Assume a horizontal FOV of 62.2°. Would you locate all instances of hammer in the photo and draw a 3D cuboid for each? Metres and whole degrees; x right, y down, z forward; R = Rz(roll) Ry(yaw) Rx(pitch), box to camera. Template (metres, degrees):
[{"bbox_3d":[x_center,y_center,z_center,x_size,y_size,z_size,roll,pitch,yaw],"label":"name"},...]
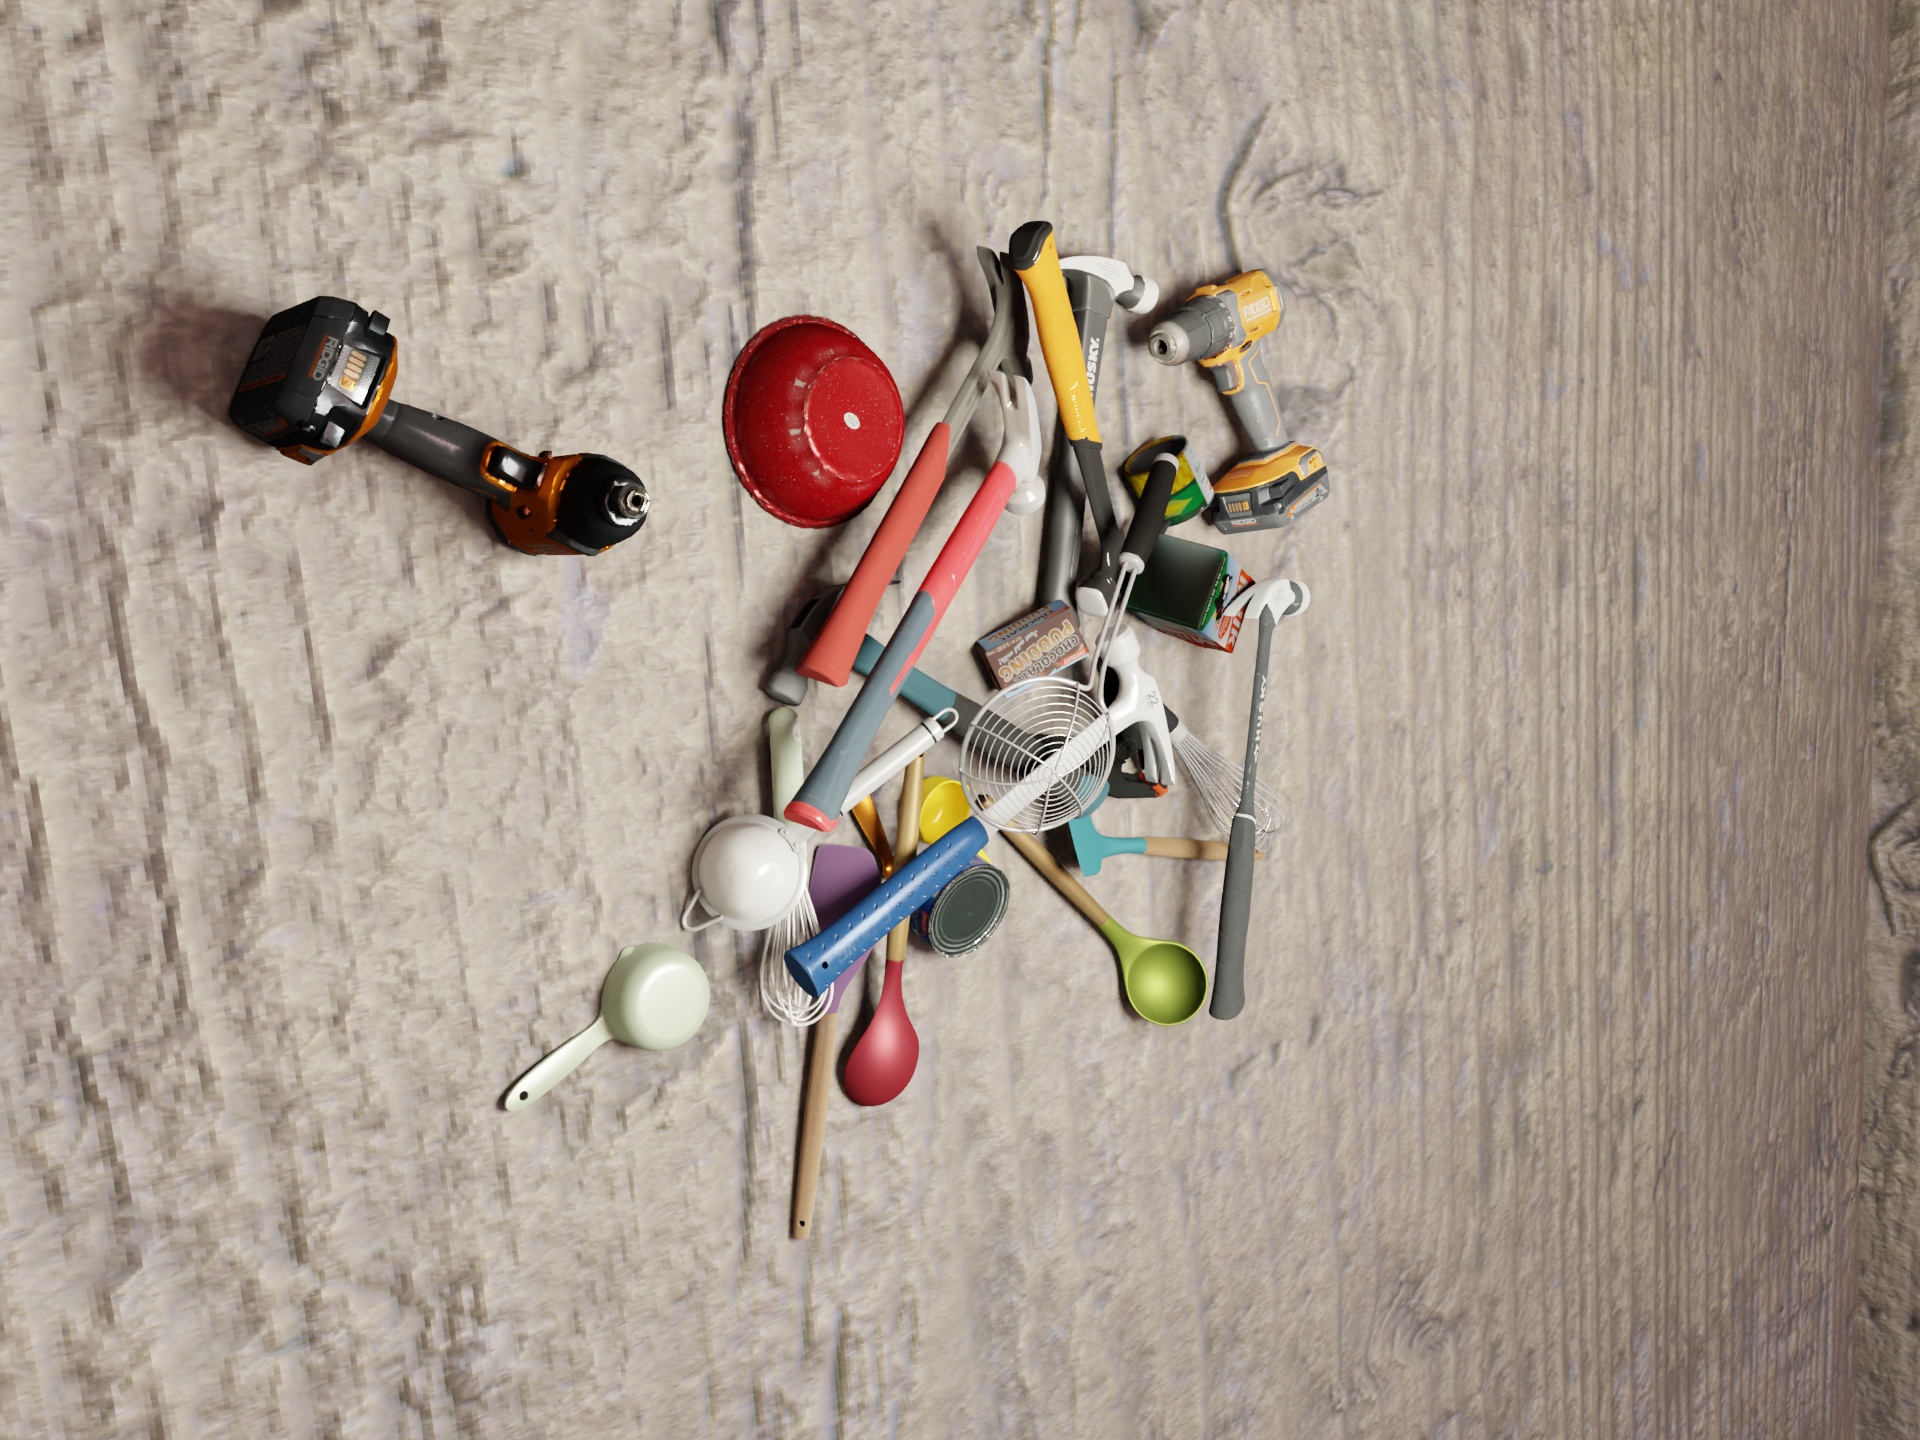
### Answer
[{"bbox_3d":[0.101,-0.251,1.296,0.127,0.034,0.336,-53,139,-34],"label":"hammer"},{"bbox_3d":[0.262,0.073,1.455,0.149,0.036,0.409,-8,104,-61],"label":"hammer"},{"bbox_3d":[0.095,-0.235,1.376,0.146,0.035,0.335,6,91,-42],"label":"hammer"},{"bbox_3d":[-0.032,-0.184,1.211,0.359,0.037,0.149,-64,159,-22],"label":"hammer"},{"bbox_3d":[-0.002,-0.004,1.295,0.330,0.033,0.128,32,72,-31],"label":"hammer"},{"bbox_3d":[0.026,0.086,1.269,0.405,0.035,0.144,-37,114,-29],"label":"hammer"},{"bbox_3d":[-0.031,-0.087,1.189,0.386,0.038,0.143,-62,158,-28],"label":"hammer"}]

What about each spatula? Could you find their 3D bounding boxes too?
[{"bbox_3d":[-0.105,0.255,1.256,0.060,0.018,0.316,8,93,-1],"label":"spatula"},{"bbox_3d":[0.195,0.117,1.494,0.317,0.044,0.082,7,62,-43],"label":"spatula"}]

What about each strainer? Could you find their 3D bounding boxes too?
[{"bbox_3d":[-0.104,0.069,1.179,0.258,0.050,0.087,-38,80,-12],"label":"strainer"}]

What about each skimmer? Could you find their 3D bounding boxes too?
[{"bbox_3d":[0.101,-0.075,1.289,0.127,0.090,0.363,40,53,-26],"label":"skimmer"}]

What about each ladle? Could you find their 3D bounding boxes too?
[{"bbox_3d":[-0.049,0.165,1.270,0.069,0.031,0.315,-1,102,-36],"label":"ladle"},{"bbox_3d":[0.118,0.169,1.427,0.078,0.062,0.319,-46,121,-4],"label":"ladle"}]

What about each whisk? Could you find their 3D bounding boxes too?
[{"bbox_3d":[0.219,0.029,1.502,0.284,0.070,0.070,45,66,-29],"label":"whisk"},{"bbox_3d":[-0.130,0.113,1.214,0.058,0.059,0.246,-17,105,-77],"label":"whisk"}]

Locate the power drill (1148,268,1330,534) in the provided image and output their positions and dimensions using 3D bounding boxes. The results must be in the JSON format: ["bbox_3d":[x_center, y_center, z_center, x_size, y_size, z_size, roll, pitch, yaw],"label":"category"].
[{"bbox_3d":[0.254,-0.289,1.468,0.185,0.084,0.226,-33,112,-44],"label":"power drill"}]

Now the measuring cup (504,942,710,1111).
[{"bbox_3d":[-0.246,0.224,1.124,0.167,0.038,0.083,-38,118,-34],"label":"measuring cup"}]

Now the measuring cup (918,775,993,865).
[{"bbox_3d":[-0.002,0.104,1.340,0.062,0.029,0.156,-50,136,-20],"label":"measuring cup"}]

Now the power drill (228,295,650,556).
[{"bbox_3d":[-0.299,-0.165,0.956,0.226,0.164,0.084,26,78,-38],"label":"power drill"}]

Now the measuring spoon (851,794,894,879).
[{"bbox_3d":[-0.076,0.079,1.279,0.021,0.011,0.116,-37,114,-32],"label":"measuring spoon"}]
